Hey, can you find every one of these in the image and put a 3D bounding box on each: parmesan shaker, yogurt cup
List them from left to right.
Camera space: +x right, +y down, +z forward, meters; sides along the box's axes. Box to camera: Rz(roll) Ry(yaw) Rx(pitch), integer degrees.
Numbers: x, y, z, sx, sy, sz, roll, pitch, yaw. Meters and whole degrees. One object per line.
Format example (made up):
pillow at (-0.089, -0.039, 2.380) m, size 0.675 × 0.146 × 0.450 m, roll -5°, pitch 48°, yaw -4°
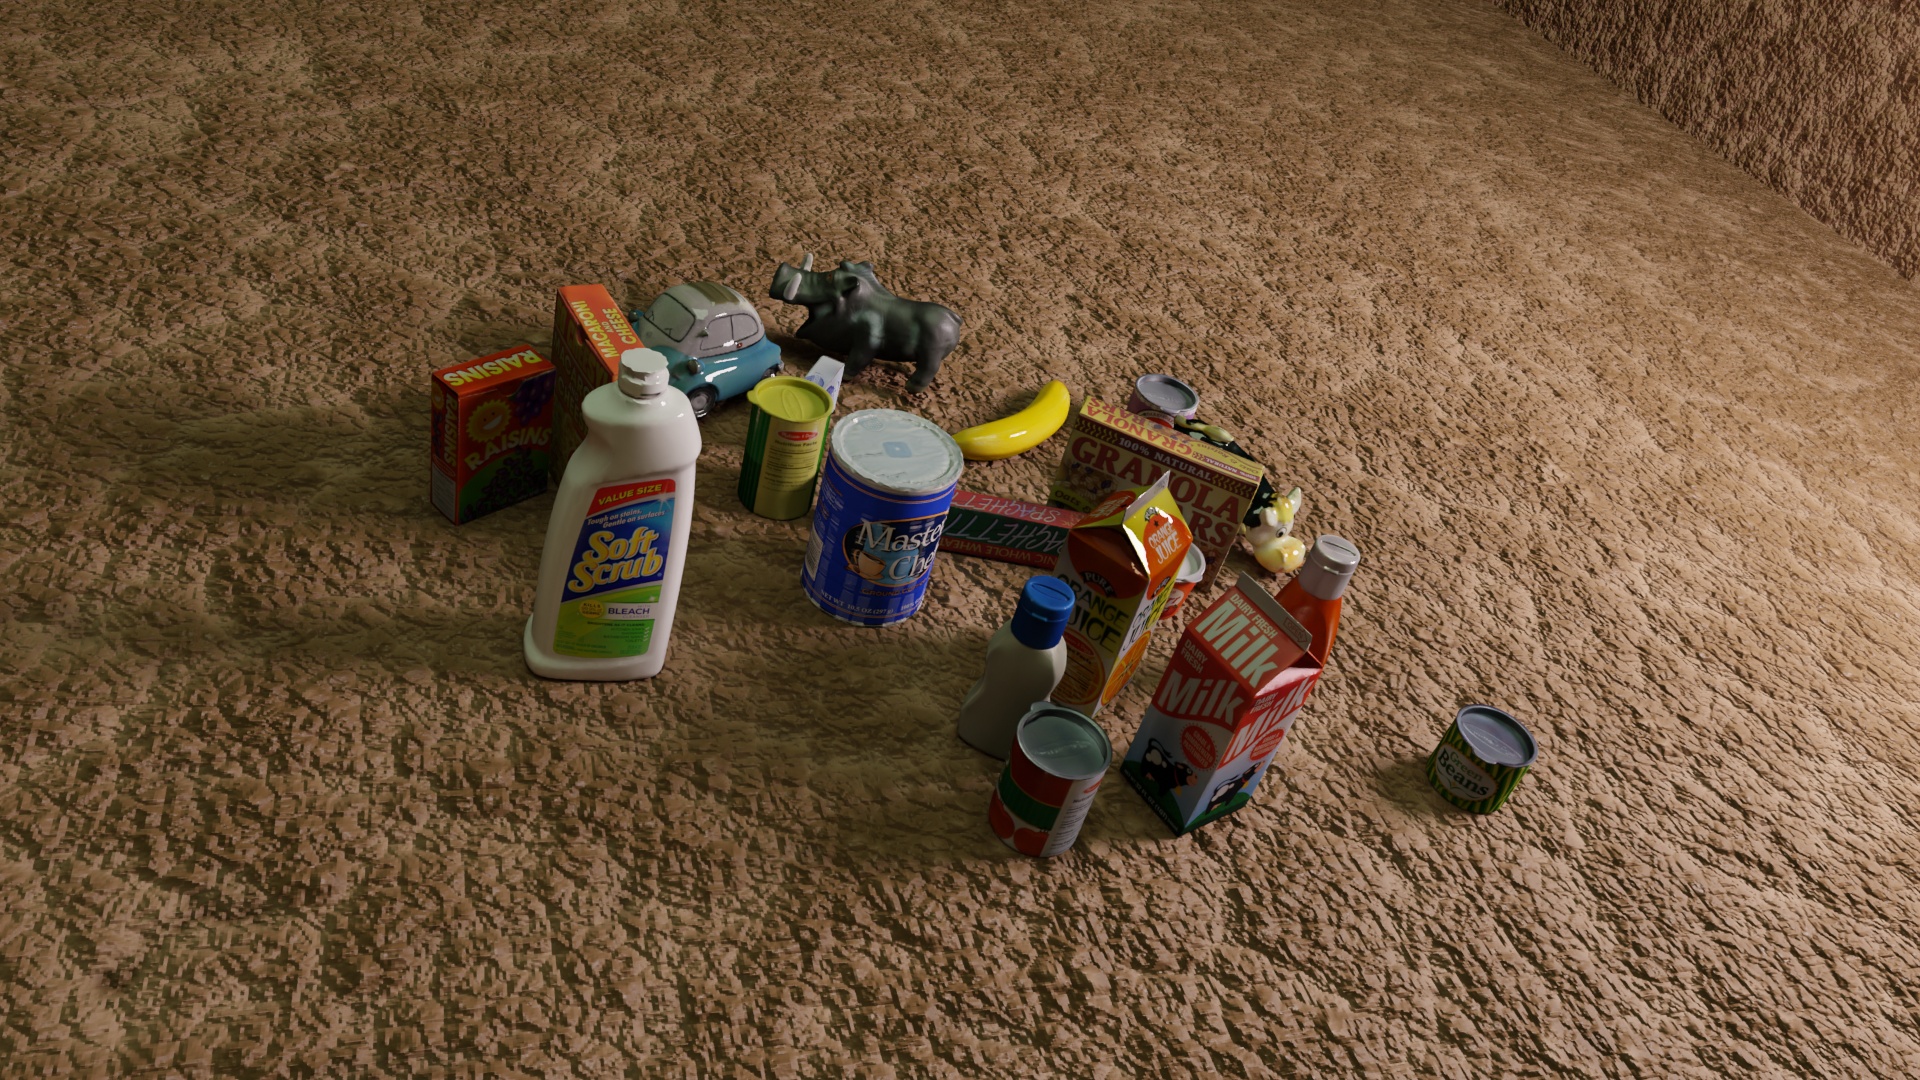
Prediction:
parmesan shaker at (-0.150, -0.077, 1.159) m, size 0.071 × 0.102 × 0.072 m, roll 11°, pitch 37°, yaw -8°
yogurt cup at (0.168, 0.030, 1.186) m, size 0.072 × 0.053 × 0.073 m, roll 11°, pitch 37°, yaw -8°

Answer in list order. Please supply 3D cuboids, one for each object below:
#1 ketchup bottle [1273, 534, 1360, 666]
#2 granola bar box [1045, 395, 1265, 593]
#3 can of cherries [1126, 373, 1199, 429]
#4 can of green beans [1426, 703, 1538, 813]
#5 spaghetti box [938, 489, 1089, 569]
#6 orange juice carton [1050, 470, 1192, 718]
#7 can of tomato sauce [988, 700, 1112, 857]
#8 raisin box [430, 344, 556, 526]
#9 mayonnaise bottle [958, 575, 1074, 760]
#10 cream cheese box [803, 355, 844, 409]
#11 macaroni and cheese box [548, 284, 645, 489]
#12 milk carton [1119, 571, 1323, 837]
ketchup bottle at (0.272, 0.063, 1.106) m, size 0.065 × 0.148 × 0.044 m, roll 22°, pitch 37°, yaw 7°
granola bar box at (0.165, -0.039, 1.216) m, size 0.166 × 0.123 × 0.039 m, roll 23°, pitch 37°, yaw 8°
can of cherries at (0.198, -0.125, 1.393) m, size 0.071 × 0.058 × 0.072 m, roll 11°, pitch 37°, yaw -8°
can of green beans at (0.410, 0.172, 1.095) m, size 0.071 × 0.057 × 0.071 m, roll 11°, pitch 37°, yaw -8°
spaghetti box at (0.004, -0.015, 1.183) m, size 0.250 × 0.049 × 0.029 m, roll 10°, pitch 37°, yaw -9°
orange juice carton at (0.112, 0.036, 1.041) m, size 0.073 × 0.191 × 0.072 m, roll 32°, pitch 39°, yaw 20°
can of tomato sauce at (0.059, 0.163, 0.948) m, size 0.071 × 0.082 × 0.071 m, roll 11°, pitch 37°, yaw -8°
raisin box at (-0.359, -0.081, 1.065) m, size 0.040 × 0.122 × 0.086 m, roll 37°, pitch 41°, yaw 25°
mayonnaise bottle at (0.044, 0.091, 0.981) m, size 0.065 × 0.147 × 0.041 m, roll 22°, pitch 37°, yaw 7°
cream cheese box at (-0.137, -0.121, 1.262) m, size 0.024 × 0.053 × 0.104 m, roll 20°, pitch 37°, yaw 4°
macaroni and cheese box at (-0.283, -0.095, 1.077) m, size 0.040 × 0.165 × 0.124 m, roll -11°, pitch 45°, yaw -32°
milk carton at (0.187, 0.113, 0.974) m, size 0.074 × 0.189 × 0.072 m, roll -14°, pitch 47°, yaw -35°
